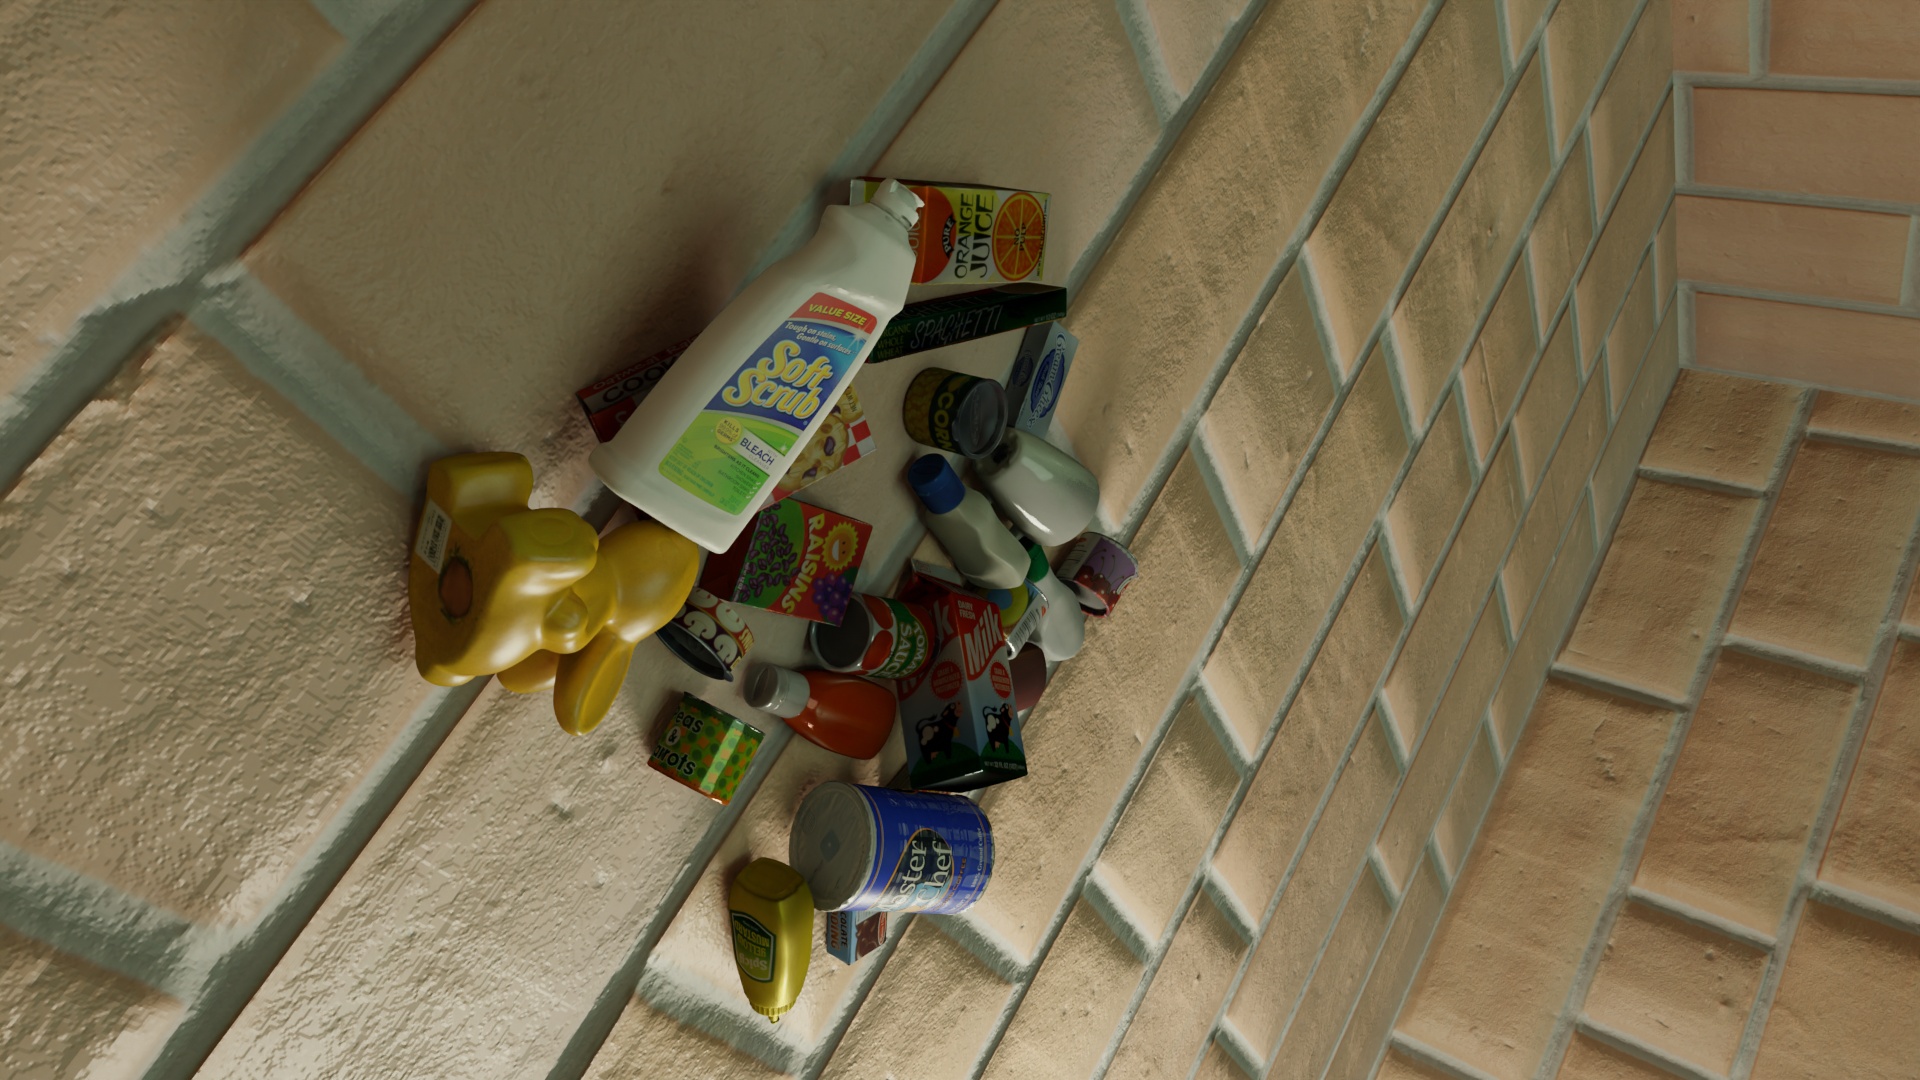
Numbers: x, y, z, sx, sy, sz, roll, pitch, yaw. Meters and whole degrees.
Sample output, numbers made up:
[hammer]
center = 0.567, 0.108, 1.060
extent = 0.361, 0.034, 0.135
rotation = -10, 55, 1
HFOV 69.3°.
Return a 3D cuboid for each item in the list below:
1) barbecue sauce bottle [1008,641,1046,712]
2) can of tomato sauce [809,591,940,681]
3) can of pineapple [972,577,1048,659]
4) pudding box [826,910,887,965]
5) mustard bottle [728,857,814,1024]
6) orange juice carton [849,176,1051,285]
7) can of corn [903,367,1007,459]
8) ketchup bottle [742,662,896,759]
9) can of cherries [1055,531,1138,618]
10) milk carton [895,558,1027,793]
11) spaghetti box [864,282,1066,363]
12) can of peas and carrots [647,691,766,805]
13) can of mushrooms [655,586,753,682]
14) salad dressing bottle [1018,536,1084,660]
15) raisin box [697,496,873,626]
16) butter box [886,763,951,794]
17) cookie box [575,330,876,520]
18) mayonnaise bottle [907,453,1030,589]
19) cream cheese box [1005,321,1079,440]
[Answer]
[barbecue sauce bottle]
center = 0.019, 0.137, 1.272
extent = 0.149, 0.044, 0.064
rotation = -13, 113, -49
[can of tomato sauce]
center = -0.068, 0.078, 1.111
extent = 0.083, 0.071, 0.071
rotation = 15, 92, -53
[can of pineapple]
center = 0.035, 0.064, 1.248
extent = 0.058, 0.071, 0.070
rotation = -54, 140, -23
[pudding box]
center = -0.090, 0.322, 1.214
extent = 0.050, 0.030, 0.083
rotation = -19, 118, -49
[mustard bottle]
center = -0.151, 0.332, 1.112
extent = 0.049, 0.065, 0.159
rotation = -31, 131, -48
[orange juice carton]
center = -0.019, -0.234, 1.050
extent = 0.193, 0.073, 0.071
rotation = -14, 114, -49
[can of corn]
center = -0.006, -0.104, 1.131
extent = 0.071, 0.058, 0.071
rotation = -25, 123, -46
[ketchup bottle]
center = -0.111, 0.131, 1.099
extent = 0.148, 0.043, 0.065
rotation = 30, 78, -53
[can of cherries]
center = 0.134, 0.036, 1.359
extent = 0.058, 0.071, 0.071
rotation = -55, 140, -22
[milk carton]
center = -0.007, 0.110, 1.166
extent = 0.072, 0.073, 0.191
rotation = 20, 55, -53
[spaghetti box]
center = -0.006, -0.176, 1.109
extent = 0.251, 0.050, 0.028
rotation = -22, 119, -47
[can of peas and carrots]
center = -0.183, 0.148, 0.993
extent = 0.071, 0.071, 0.059
rotation = 43, 70, -51
[can of mushrooms]
center = -0.177, 0.065, 0.965
extent = 0.033, 0.071, 0.070
rotation = -53, 139, -27
[salad dressing bottle]
center = 0.077, 0.052, 1.315
extent = 0.064, 0.044, 0.147
rotation = -50, 137, -26
[raisin box]
center = -0.128, 0.012, 1.034
extent = 0.123, 0.040, 0.086
rotation = 19, 88, -53
[butter box]
center = -0.028, 0.215, 1.257
extent = 0.104, 0.024, 0.053
rotation = -48, 136, -31
[cookie box]
center = -0.151, -0.078, 0.918
extent = 0.168, 0.040, 0.122
rotation = -29, 129, -15
[mayonnaise bottle]
center = 0.004, -0.015, 1.179
extent = 0.147, 0.065, 0.041
rotation = 54, 50, -43
[cream cheese box]
center = 0.070, -0.143, 1.243
extent = 0.053, 0.024, 0.104
rotation = 24, 85, -55
